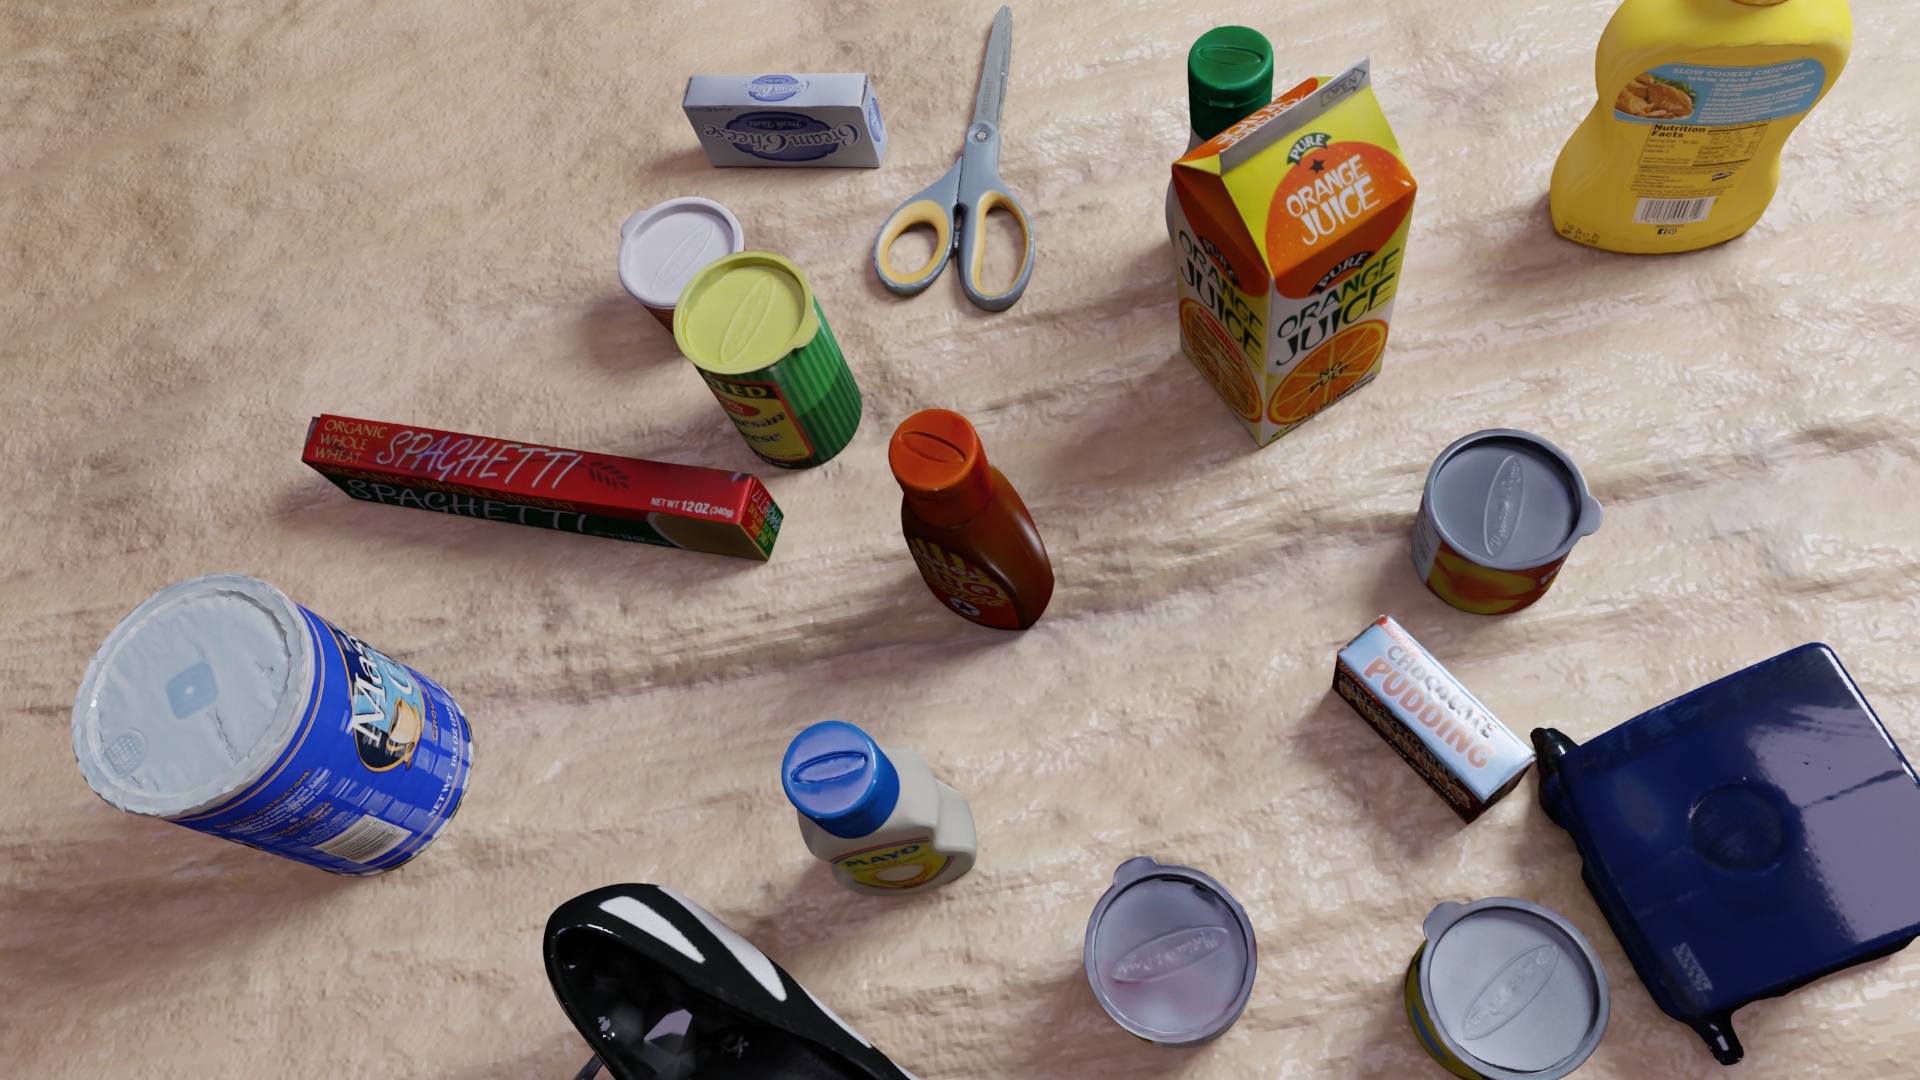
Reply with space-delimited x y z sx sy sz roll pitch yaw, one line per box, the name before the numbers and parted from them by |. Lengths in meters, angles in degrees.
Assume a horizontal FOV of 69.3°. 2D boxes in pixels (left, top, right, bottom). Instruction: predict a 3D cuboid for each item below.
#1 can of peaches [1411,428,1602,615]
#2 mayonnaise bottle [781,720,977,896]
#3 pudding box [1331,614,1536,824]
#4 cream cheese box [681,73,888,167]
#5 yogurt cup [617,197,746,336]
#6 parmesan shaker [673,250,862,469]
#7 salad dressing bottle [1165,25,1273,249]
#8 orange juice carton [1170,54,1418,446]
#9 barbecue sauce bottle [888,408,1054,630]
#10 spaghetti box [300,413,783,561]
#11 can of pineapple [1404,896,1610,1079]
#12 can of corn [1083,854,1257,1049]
can of peaches | 0.237 -0.006 0.608 0.071 0.058 0.071 -4 66 9
mayonnaise bottle | -0.035 0.110 0.557 0.065 0.147 0.041 -14 65 4
pudding box | 0.197 0.075 0.584 0.030 0.049 0.084 -38 65 -7
cream cheese box | -0.096 -0.233 0.773 0.104 0.053 0.024 3 68 12
yogurt cup | -0.141 -0.140 0.740 0.072 0.053 0.072 -4 66 9
parmesan shaker | -0.088 -0.084 0.678 0.071 0.102 0.071 -4 66 9
salad dressing bottle | 0.128 -0.177 0.655 0.064 0.147 0.044 12 70 16
orange juice carton | 0.141 -0.126 0.605 0.072 0.192 0.073 -32 65 -4
barbecue sauce bottle | 0.002 -0.008 0.602 0.065 0.148 0.044 23 73 19
spaghetti box | -0.215 -0.028 0.706 0.250 0.050 0.029 8 69 14
can of pineapple | 0.207 0.173 0.534 0.071 0.057 0.071 -4 66 9
can of corn | 0.084 0.167 0.560 0.071 0.058 0.071 -4 66 9
